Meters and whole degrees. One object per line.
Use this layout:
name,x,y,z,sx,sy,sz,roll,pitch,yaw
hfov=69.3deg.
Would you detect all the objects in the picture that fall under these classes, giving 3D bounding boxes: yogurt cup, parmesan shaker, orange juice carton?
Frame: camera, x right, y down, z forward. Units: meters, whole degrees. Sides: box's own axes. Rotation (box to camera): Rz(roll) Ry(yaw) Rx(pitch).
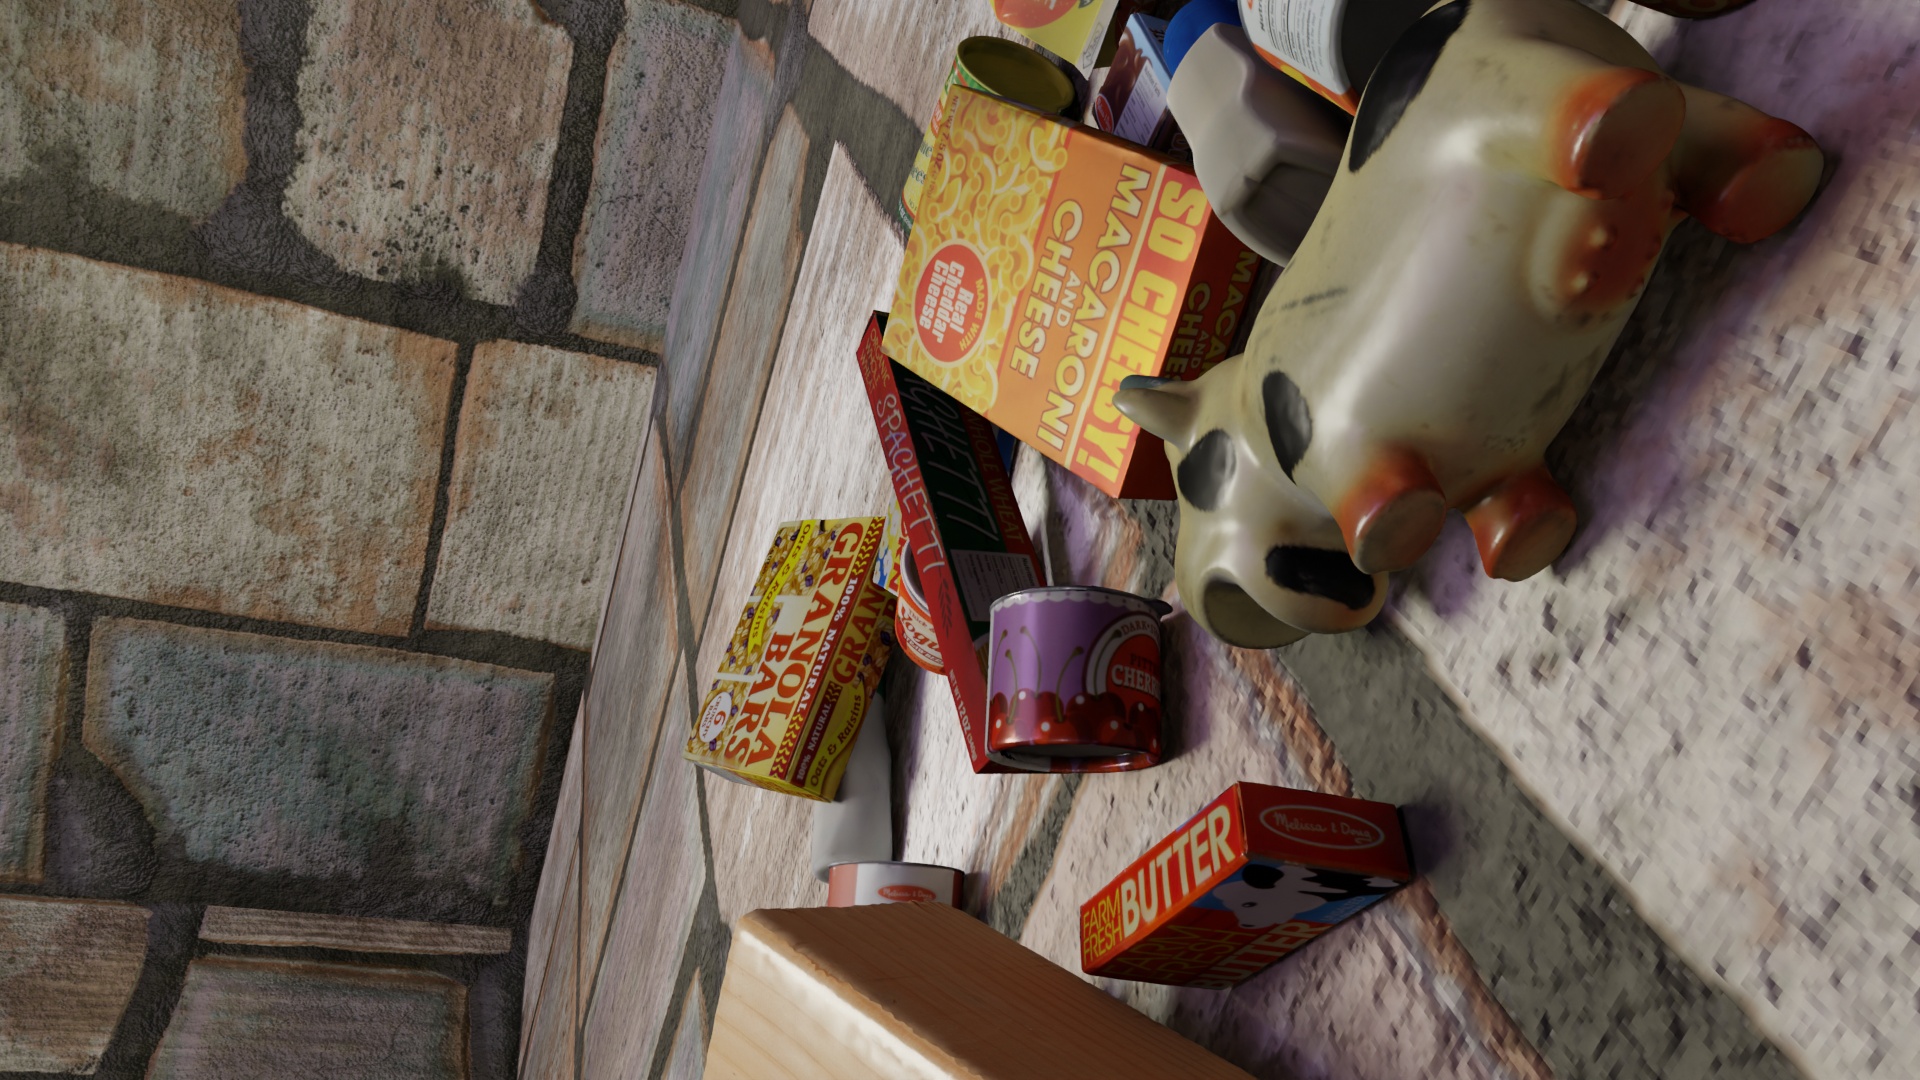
yogurt cup,0.000,0.029,0.667,0.053,0.072,0.073,111,160,-50
parmesan shaker,0.012,-0.209,0.754,0.072,0.071,0.102,-98,26,-42
orange juice carton,0.054,-0.294,0.669,0.193,0.073,0.071,-102,30,-47

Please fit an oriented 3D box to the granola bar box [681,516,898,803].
granola bar box,-0.094,0.066,0.833,0.124,0.039,0.166,-2,61,51

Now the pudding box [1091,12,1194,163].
pudding box,0.085,-0.182,0.587,0.084,0.030,0.049,-101,27,-48

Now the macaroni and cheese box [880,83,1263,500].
macaroni and cheese box,0.041,-0.105,0.567,0.167,0.040,0.123,37,118,44

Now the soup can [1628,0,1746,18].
soup can,0.147,-0.160,0.314,0.071,0.084,0.071,-168,89,-71

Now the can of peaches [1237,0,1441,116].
can of peaches,0.125,-0.159,0.404,0.058,0.071,0.071,-116,40,-53

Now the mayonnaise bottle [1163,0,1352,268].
mayonnaise bottle,0.101,-0.145,0.475,0.041,0.065,0.149,-55,25,31

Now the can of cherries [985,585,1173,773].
can of cherries,0.045,0.054,0.522,0.071,0.071,0.058,140,136,-62

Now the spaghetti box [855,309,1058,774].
spaghetti box,0.002,-0.008,0.634,0.028,0.050,0.251,-56,40,41

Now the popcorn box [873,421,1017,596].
popcorn box,-0.007,-0.028,0.753,0.085,0.038,0.126,-158,80,-69

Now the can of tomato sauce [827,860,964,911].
can of tomato sauce,-0.033,0.199,0.665,0.071,0.071,0.083,140,136,-62

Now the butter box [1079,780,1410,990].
butter box,0.080,0.105,0.411,0.103,0.053,0.024,124,152,-49

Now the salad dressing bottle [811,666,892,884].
salad dressing bottle,-0.063,0.128,0.824,0.064,0.044,0.148,121,154,-50
